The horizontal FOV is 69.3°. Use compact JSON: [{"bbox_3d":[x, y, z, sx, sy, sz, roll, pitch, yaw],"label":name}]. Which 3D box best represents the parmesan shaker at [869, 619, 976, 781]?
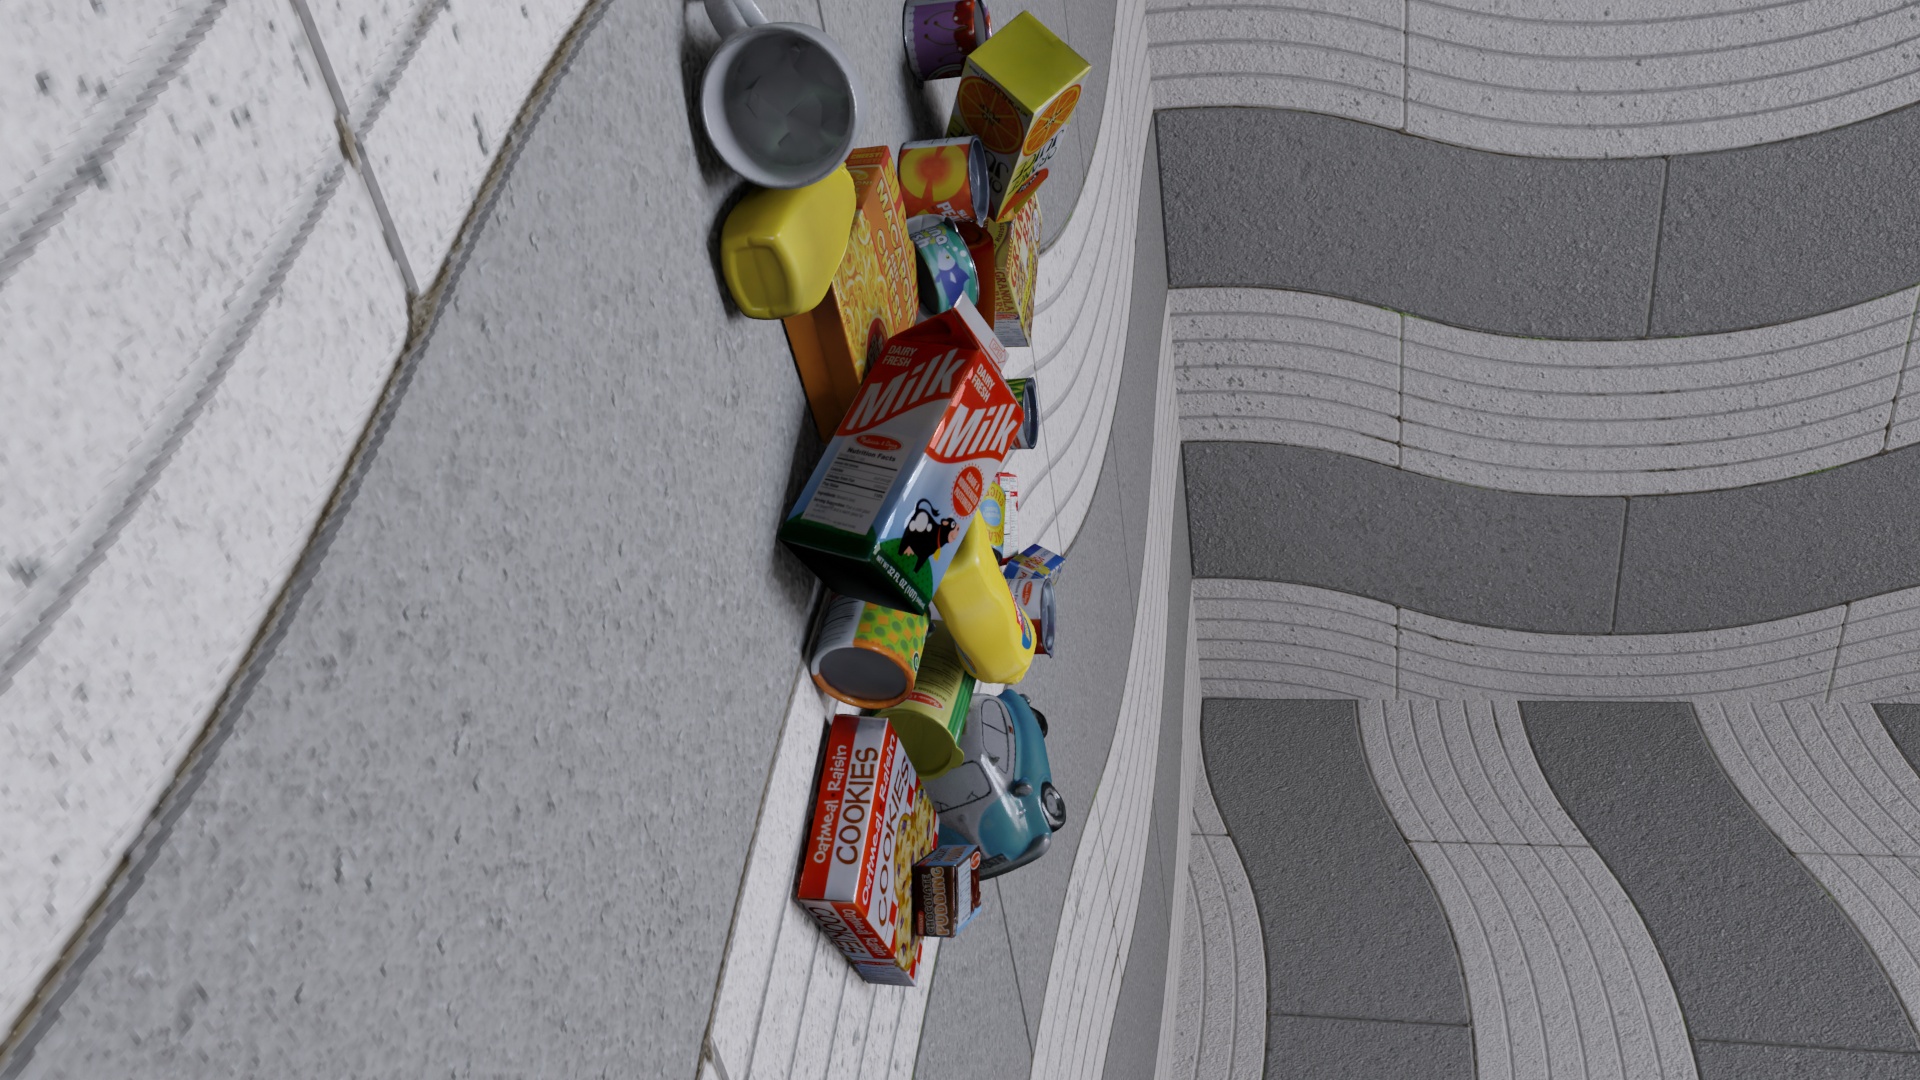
[{"bbox_3d":[-0.023,0.114,0.991,0.103,0.071,0.071,-71,155,-55],"label":"parmesan shaker"}]

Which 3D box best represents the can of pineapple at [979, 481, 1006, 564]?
[{"bbox_3d":[0.004,-0.014,1.111,0.071,0.071,0.058,58,32,-64],"label":"can of pineapple"}]

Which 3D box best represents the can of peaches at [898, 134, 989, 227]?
[{"bbox_3d":[-0.012,-0.281,1.095,0.071,0.058,0.071,-2,92,-76],"label":"can of peaches"}]

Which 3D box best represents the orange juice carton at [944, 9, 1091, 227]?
[{"bbox_3d":[0.036,-0.333,1.142,0.073,0.072,0.192,-45,173,-22],"label":"orange juice carton"}]

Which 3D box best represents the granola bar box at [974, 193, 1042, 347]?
[{"bbox_3d":[0.046,-0.291,1.362,0.123,0.039,0.166,65,27,-58],"label":"granola bar box"}]

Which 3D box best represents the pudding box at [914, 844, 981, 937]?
[{"bbox_3d":[-0.008,0.242,0.962,0.084,0.030,0.049,12,76,-77],"label":"pudding box"}]

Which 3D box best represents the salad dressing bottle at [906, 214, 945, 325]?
[{"bbox_3d":[-0.018,-0.180,1.091,0.064,0.044,0.147,-89,169,-53],"label":"salad dressing bottle"}]

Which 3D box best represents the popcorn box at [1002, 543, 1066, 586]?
[{"bbox_3d":[0.056,0.055,1.303,0.085,0.038,0.127,-64,171,13],"label":"popcorn box"}]

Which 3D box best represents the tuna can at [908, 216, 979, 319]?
[{"bbox_3d":[-0.016,-0.195,0.999,0.071,0.033,0.070,56,-19,32],"label":"tuna can"}]

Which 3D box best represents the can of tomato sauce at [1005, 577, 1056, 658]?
[{"bbox_3d":[0.037,0.068,1.203,0.071,0.083,0.071,-3,91,-76],"label":"can of tomato sauce"}]

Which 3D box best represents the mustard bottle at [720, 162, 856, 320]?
[{"bbox_3d":[-0.091,-0.183,0.797,0.161,0.049,0.065,-72,155,-54],"label":"mustard bottle"}]

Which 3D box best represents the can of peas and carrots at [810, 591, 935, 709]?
[{"bbox_3d":[-0.054,0.066,0.875,0.059,0.071,0.070,-77,160,-43],"label":"can of peas and carrots"}]

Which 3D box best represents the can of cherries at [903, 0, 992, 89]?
[{"bbox_3d":[-0.009,-0.404,1.120,0.071,0.058,0.071,-3,91,-76],"label":"can of cherries"}]

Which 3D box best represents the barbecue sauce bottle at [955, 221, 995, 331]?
[{"bbox_3d":[0.003,-0.188,1.152,0.044,0.065,0.147,-25,132,-26],"label":"barbecue sauce bottle"}]

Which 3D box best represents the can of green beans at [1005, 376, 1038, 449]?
[{"bbox_3d":[0.037,-0.115,1.274,0.071,0.058,0.071,-3,91,-76],"label":"can of green beans"}]

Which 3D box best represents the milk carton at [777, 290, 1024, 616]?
[{"bbox_3d":[-0.024,-0.057,0.850,0.072,0.073,0.191,49,61,-49],"label":"milk carton"}]

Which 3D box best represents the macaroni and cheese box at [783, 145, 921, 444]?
[{"bbox_3d":[-0.067,-0.162,0.905,0.167,0.040,0.123,-76,160,-46],"label":"macaroni and cheese box"}]

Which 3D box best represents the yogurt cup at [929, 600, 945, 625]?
[{"bbox_3d":[-0.013,0.035,1.056,0.054,0.072,0.072,62,29,-77],"label":"yogurt cup"}]

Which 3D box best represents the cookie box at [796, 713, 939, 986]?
[{"bbox_3d":[-0.057,0.207,0.914,0.166,0.040,0.123,71,23,-54],"label":"cookie box"}]
